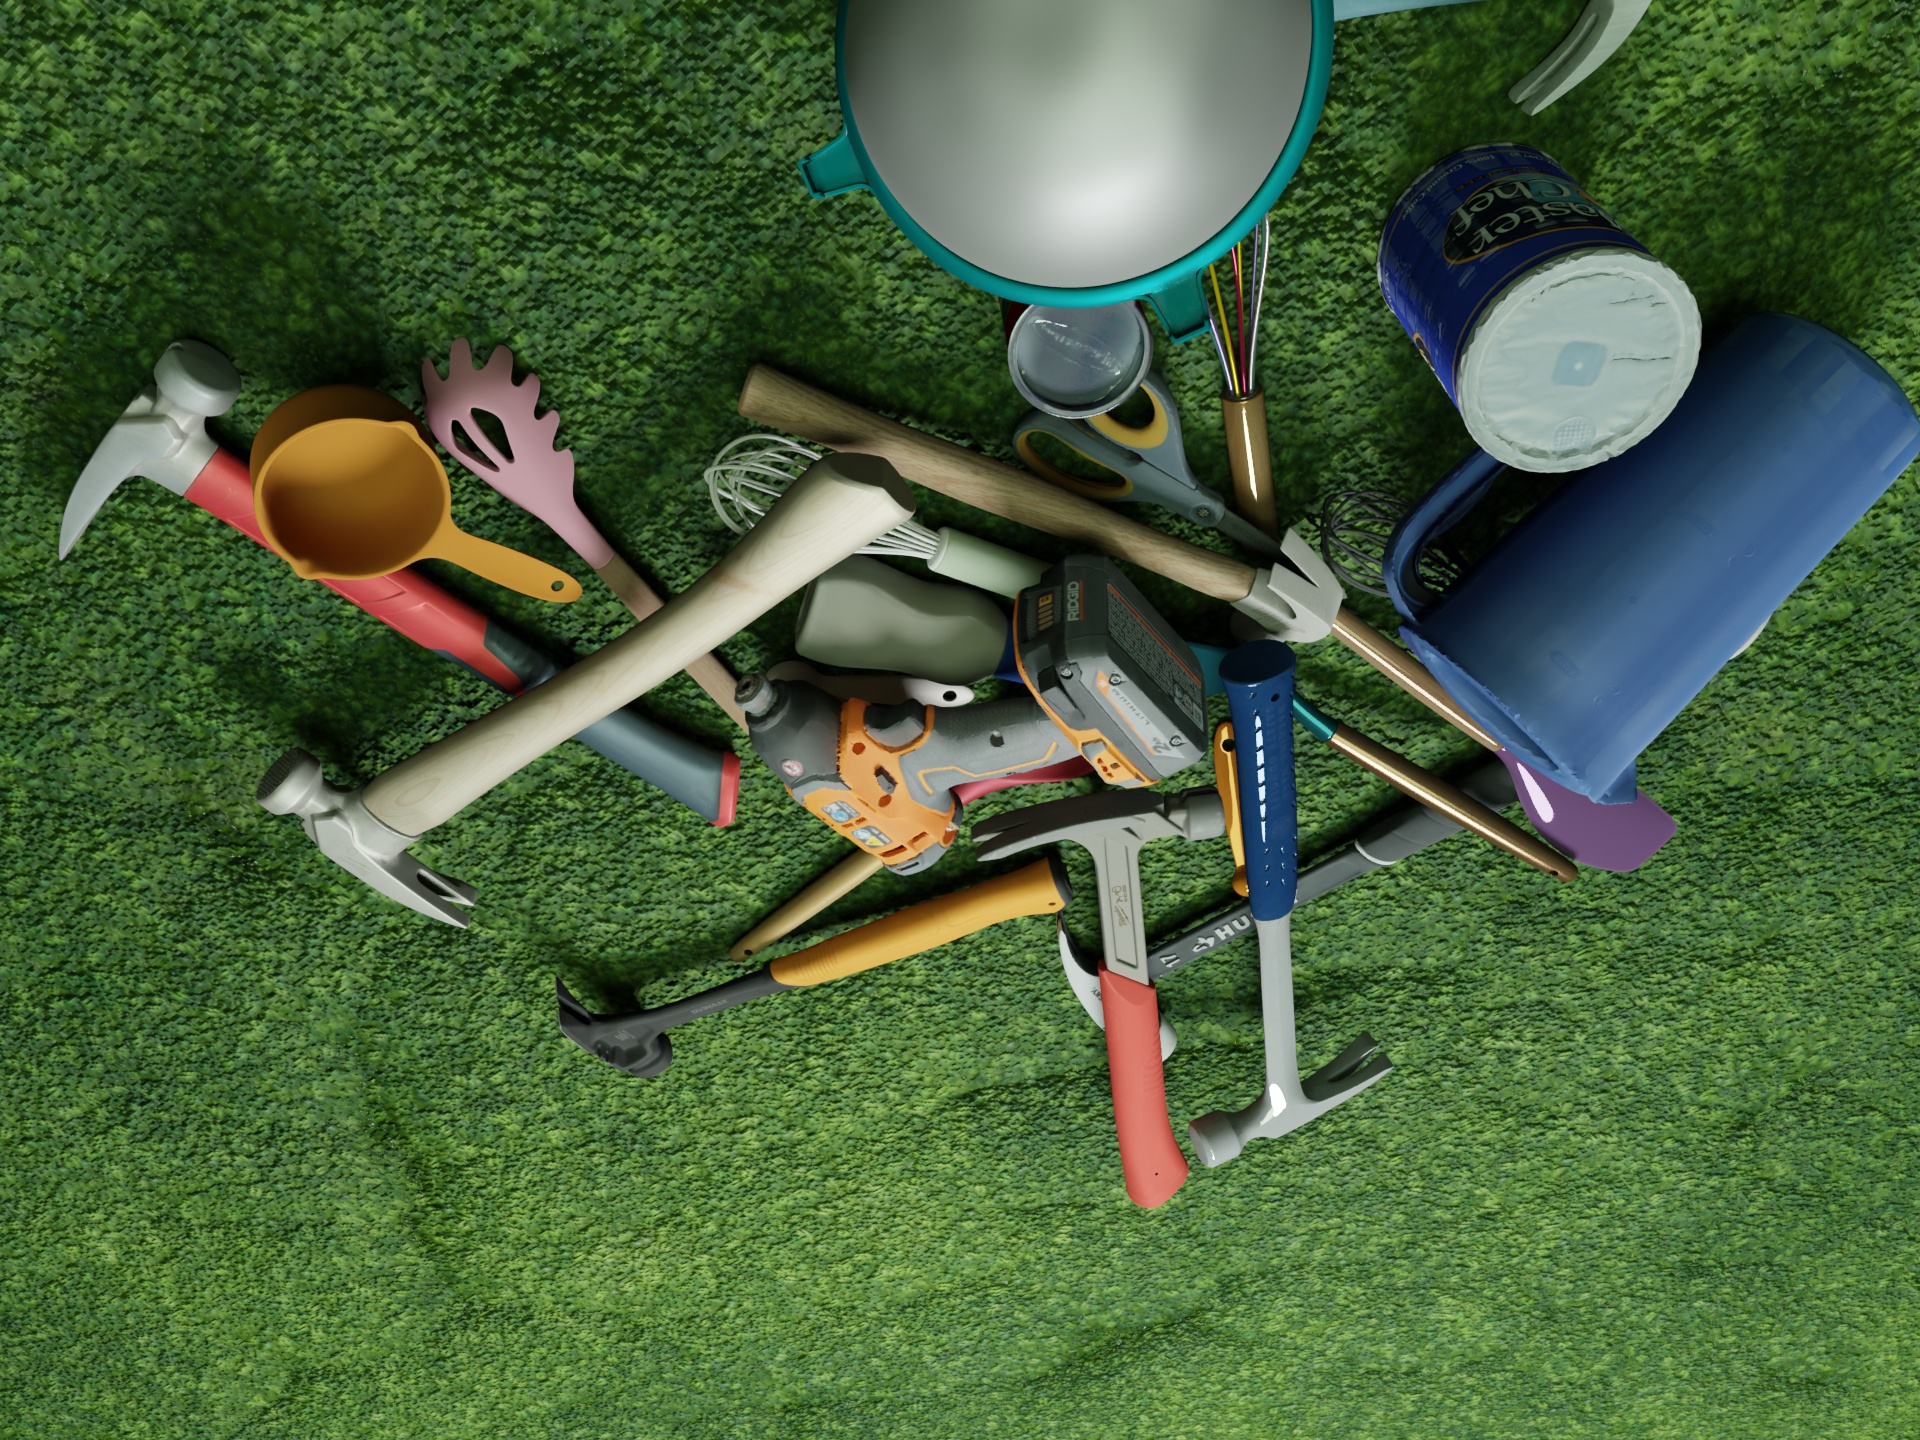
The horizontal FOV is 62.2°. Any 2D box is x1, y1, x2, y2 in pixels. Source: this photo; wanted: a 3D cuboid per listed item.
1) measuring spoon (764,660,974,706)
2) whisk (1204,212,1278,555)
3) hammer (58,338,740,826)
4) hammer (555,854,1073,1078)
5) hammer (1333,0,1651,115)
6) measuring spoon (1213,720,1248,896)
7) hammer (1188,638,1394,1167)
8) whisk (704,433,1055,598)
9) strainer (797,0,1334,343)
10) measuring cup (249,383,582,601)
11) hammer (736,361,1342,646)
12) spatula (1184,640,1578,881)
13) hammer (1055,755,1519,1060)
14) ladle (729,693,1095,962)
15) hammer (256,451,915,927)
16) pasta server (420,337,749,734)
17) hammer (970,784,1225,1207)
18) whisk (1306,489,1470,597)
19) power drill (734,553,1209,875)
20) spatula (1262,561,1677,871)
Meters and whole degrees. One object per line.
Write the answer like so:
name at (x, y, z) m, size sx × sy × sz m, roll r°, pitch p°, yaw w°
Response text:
measuring spoon at (-0.053, -0.014, 0.926) m, size 0.124 × 0.018 × 0.034 m, roll 2°, pitch 127°, yaw -6°
whisk at (0.136, -0.182, 0.795) m, size 0.051 × 0.047 × 0.244 m, roll -13°, pitch 130°, yaw 5°
hammer at (-0.287, -0.040, 0.880) m, size 0.386 × 0.038 × 0.143 m, roll 36°, pitch 119°, yaw -27°
hammer at (-0.091, 0.152, 1.026) m, size 0.337 × 0.034 × 0.127 m, roll -20°, pitch 148°, yaw 8°
hammer at (0.143, -0.319, 0.696) m, size 0.331 × 0.033 × 0.128 m, roll -7°, pitch 127°, yaw 2°
measuring spoon at (0.170, 0.056, 0.975) m, size 0.021 × 0.011 × 0.117 m, roll -8°, pitch 108°, yaw 9°
hammer at (0.195, 0.120, 0.967) m, size 0.144 × 0.035 × 0.405 m, roll -21°, pitch 130°, yaw -11°
whisk at (-0.020, -0.095, 0.854) m, size 0.246 × 0.058 × 0.059 m, roll 17°, pitch 166°, yaw -20°
strainer at (0.061, -0.326, 0.606) m, size 0.211 × 0.095 × 0.340 m, roll 24°, pitch 111°, yaw 6°
measuring cup at (-0.267, -0.105, 0.793) m, size 0.173 × 0.052 × 0.095 m, roll 24°, pitch 112°, yaw -44°
hammer at (0.045, -0.111, 0.820) m, size 0.331 × 0.130 × 0.031 m, roll 20°, pitch 81°, yaw -10°
spatula at (0.235, 0.028, 0.937) m, size 0.317 × 0.044 × 0.082 m, roll 29°, pitch 149°, yaw -11°
hammer at (0.245, 0.088, 1.014) m, size 0.409 × 0.036 × 0.149 m, roll -32°, pitch 122°, yaw 19°
ladle at (-0.033, 0.072, 0.989) m, size 0.315 × 0.031 × 0.069 m, roll -36°, pitch 117°, yaw 24°
hammer at (-0.189, -0.013, 0.854) m, size 0.410 × 0.038 × 0.146 m, roll -30°, pitch 126°, yaw 23°
pasta server at (-0.177, -0.074, 0.870) m, size 0.060 × 0.040 × 0.315 m, roll -27°, pitch 128°, yaw 16°
hammer at (0.102, 0.194, 1.036) m, size 0.149 × 0.037 × 0.358 m, roll -10°, pitch 126°, yaw -1°
whisk at (0.290, -0.070, 0.892) m, size 0.238 × 0.055 × 0.055 m, roll 21°, pitch 123°, yaw -24°
power drill at (-0.001, -0.003, 0.850) m, size 0.226 × 0.084 × 0.164 m, roll -23°, pitch 135°, yaw 29°
spatula at (0.296, 0.000, 0.932) m, size 0.315 × 0.018 × 0.059 m, roll 34°, pitch 113°, yaw -16°
